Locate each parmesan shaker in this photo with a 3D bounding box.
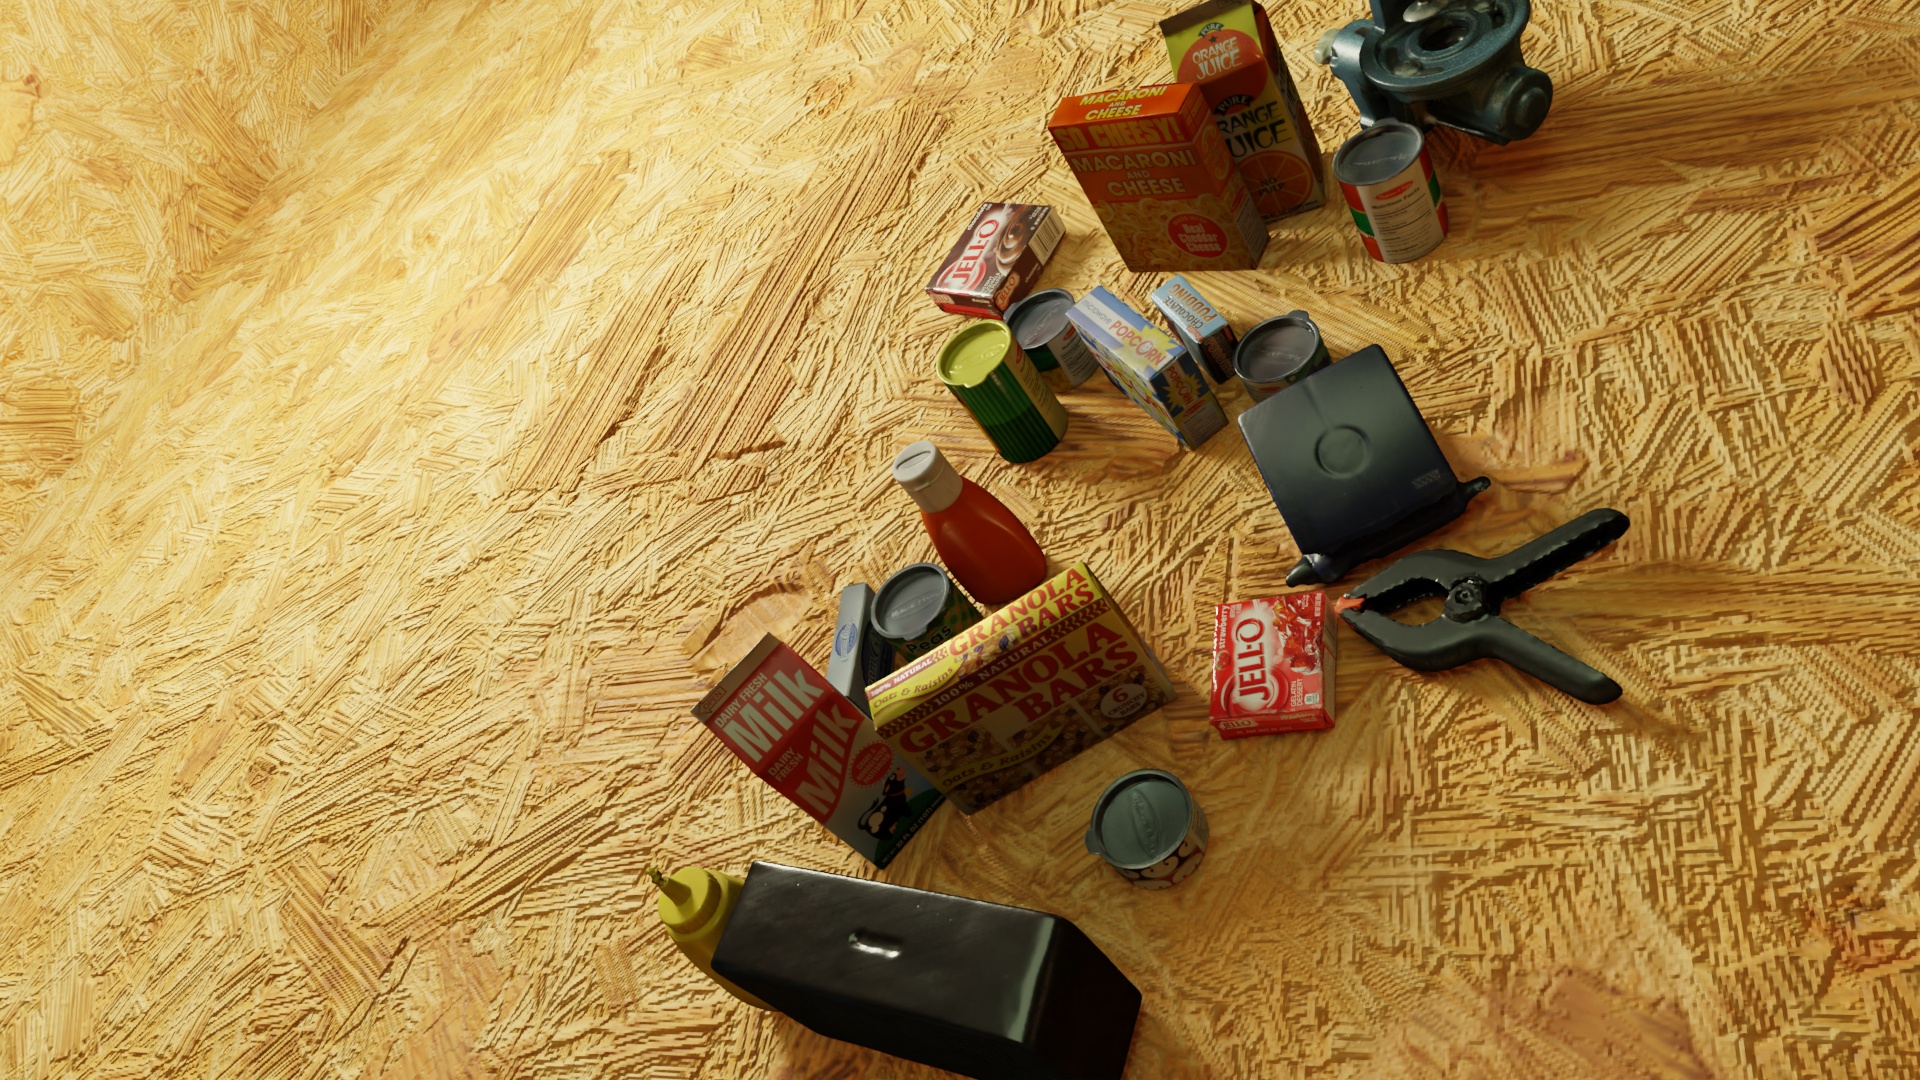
[{"bbox_3d":[0.034,-0.114,1.101,0.071,0.102,0.072,-19,46,21],"label":"parmesan shaker"}]

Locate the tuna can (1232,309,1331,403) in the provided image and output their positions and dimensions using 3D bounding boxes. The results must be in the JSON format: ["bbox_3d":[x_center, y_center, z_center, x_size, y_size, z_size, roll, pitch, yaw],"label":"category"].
[{"bbox_3d":[0.239,-0.134,1.026,0.071,0.032,0.071,-19,46,21],"label":"tuna can"}]

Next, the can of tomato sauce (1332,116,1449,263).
[{"bbox_3d":[0.323,-0.260,1.038,0.071,0.083,0.071,-19,46,21],"label":"can of tomato sauce"}]

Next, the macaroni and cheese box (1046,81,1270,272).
[{"bbox_3d":[0.160,-0.287,1.113,0.123,0.166,0.040,7,60,39],"label":"macaroni and cheese box"}]

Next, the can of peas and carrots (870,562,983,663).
[{"bbox_3d":[-0.023,0.061,1.024,0.071,0.058,0.071,-19,46,21],"label":"can of peas and carrots"}]

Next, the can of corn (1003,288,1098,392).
[{"bbox_3d":[0.075,-0.166,1.150,0.071,0.058,0.071,-19,46,21],"label":"can of corn"}]

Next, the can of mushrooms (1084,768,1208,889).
[{"bbox_3d":[0.113,0.177,0.847,0.071,0.033,0.071,-19,46,21],"label":"can of mushrooms"}]

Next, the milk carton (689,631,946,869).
[{"bbox_3d":[-0.096,0.134,0.914,0.072,0.190,0.073,-47,42,-8],"label":"milk carton"}]

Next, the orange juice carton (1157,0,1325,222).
[{"bbox_3d":[0.225,-0.346,1.099,0.071,0.192,0.073,-14,48,26],"label":"orange juice carton"}]

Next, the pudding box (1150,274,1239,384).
[{"bbox_3d":[0.185,-0.165,1.078,0.030,0.049,0.084,-35,42,5],"label":"pudding box"}]

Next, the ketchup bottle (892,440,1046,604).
[{"bbox_3d":[0.004,-0.013,1.001,0.064,0.148,0.044,-24,44,17],"label":"ketchup bottle"}]

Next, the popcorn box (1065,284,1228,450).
[{"bbox_3d":[0.140,-0.133,1.055,0.038,0.085,0.127,-40,42,0],"label":"popcorn box"}]

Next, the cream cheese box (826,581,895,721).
[{"bbox_3d":[-0.073,0.088,1.040,0.024,0.053,0.104,-15,48,26],"label":"cream cheese box"}]

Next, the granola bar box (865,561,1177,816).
[{"bbox_3d":[0.040,0.098,0.898,0.165,0.124,0.039,-31,43,9],"label":"granola bar box"}]

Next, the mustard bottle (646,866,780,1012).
[{"bbox_3d":[-0.146,0.245,0.876,0.049,0.159,0.065,-2,54,34],"label":"mustard bottle"}]
